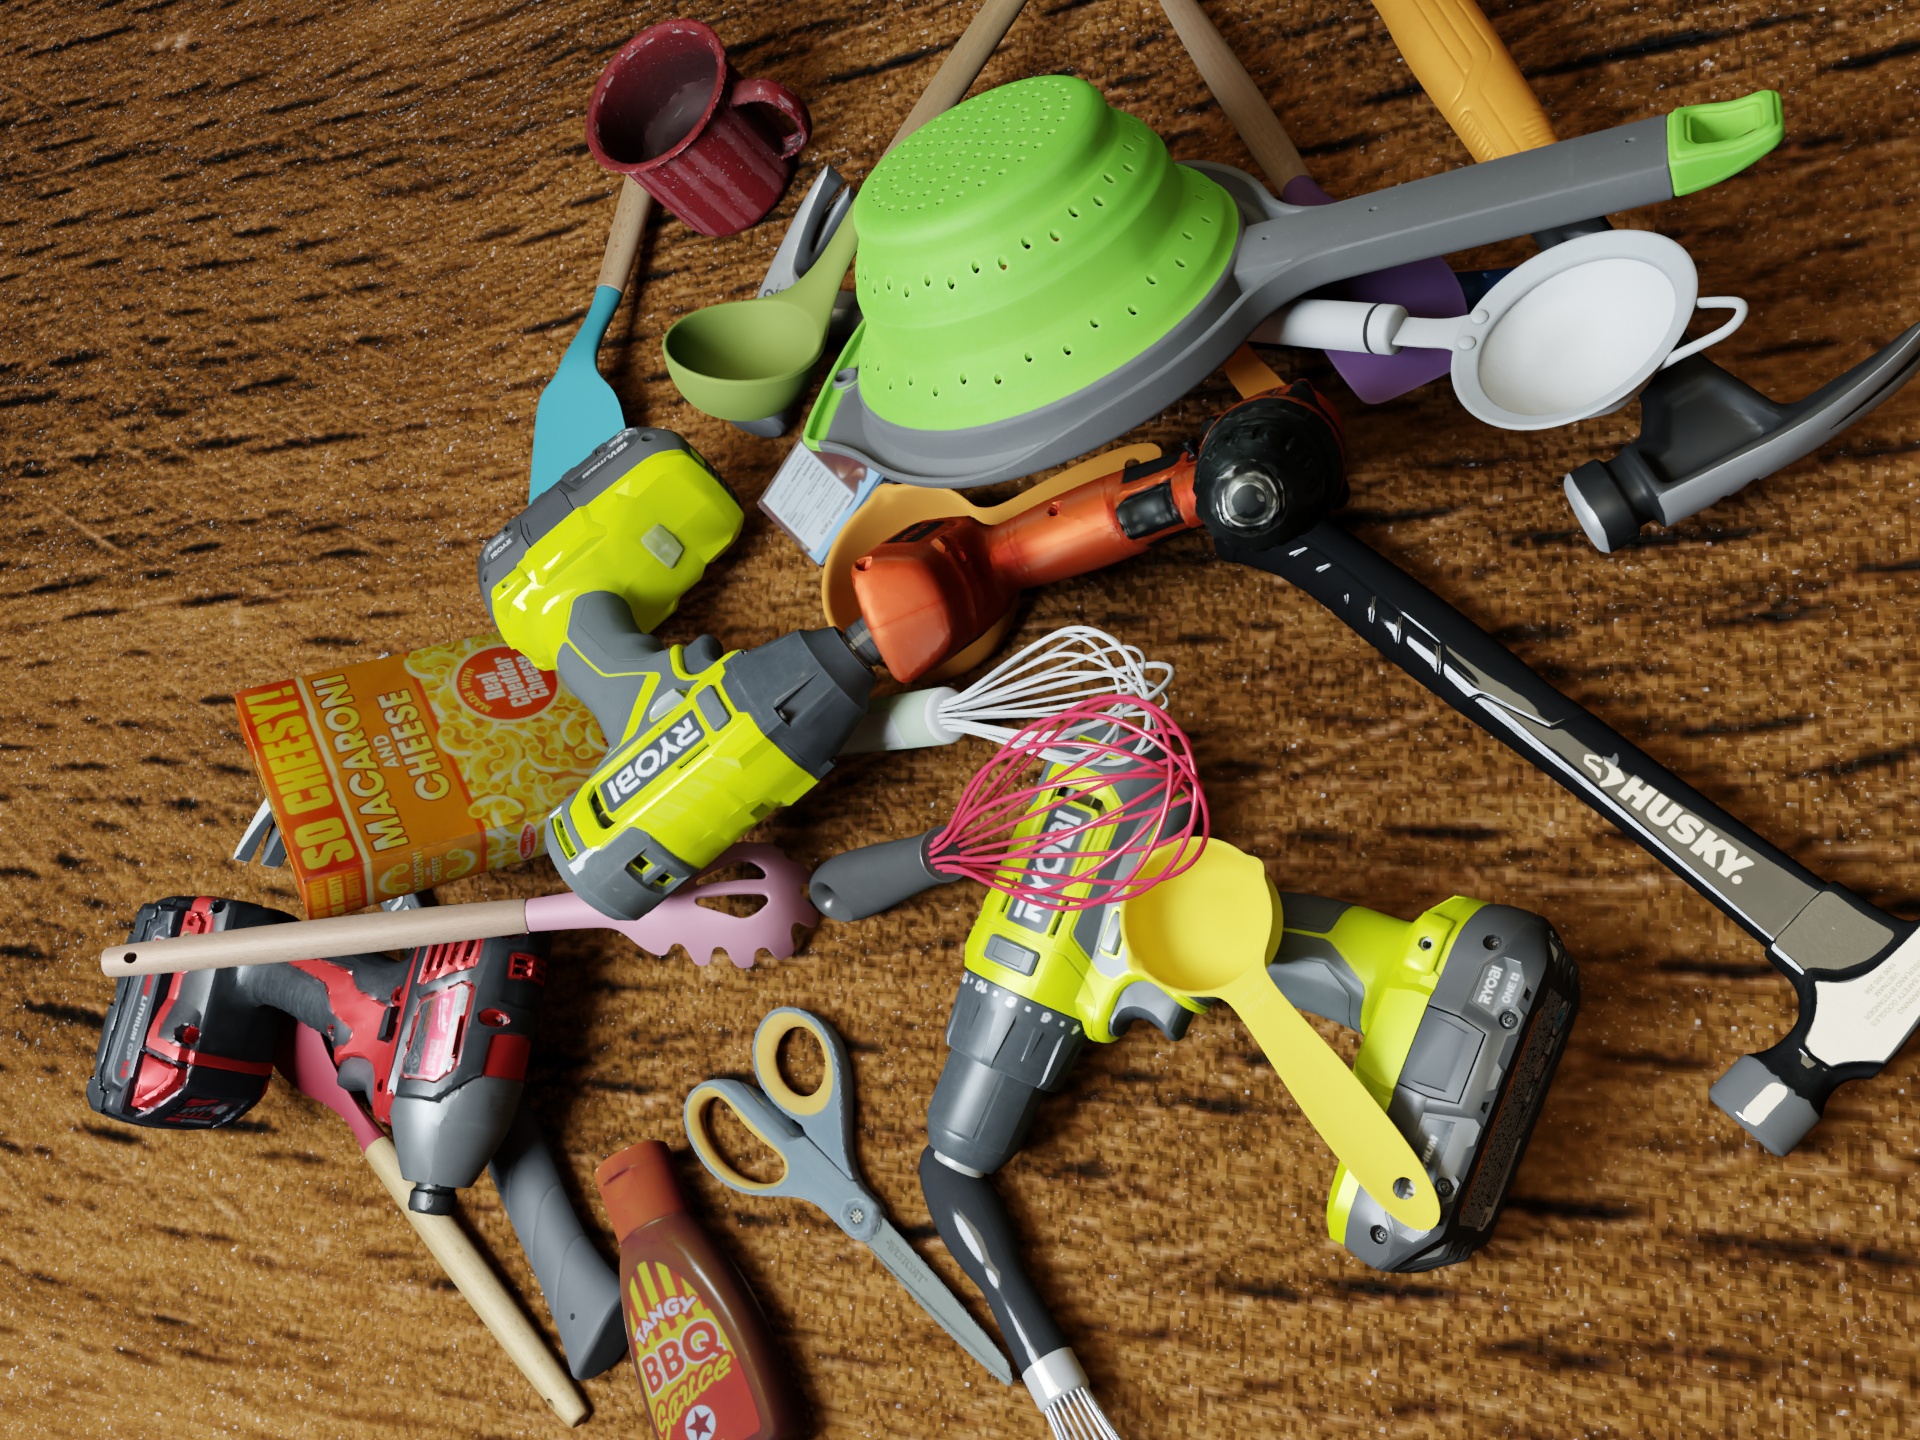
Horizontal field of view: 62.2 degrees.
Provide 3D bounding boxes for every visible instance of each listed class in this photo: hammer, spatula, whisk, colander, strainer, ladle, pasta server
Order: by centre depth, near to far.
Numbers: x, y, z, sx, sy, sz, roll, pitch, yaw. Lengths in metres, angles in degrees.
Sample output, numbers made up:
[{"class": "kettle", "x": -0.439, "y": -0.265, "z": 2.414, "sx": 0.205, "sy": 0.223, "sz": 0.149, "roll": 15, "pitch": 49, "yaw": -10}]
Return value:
[{"class": "strainer", "x": 0.171, "y": -0.149, "z": 0.607, "sx": 0.259, "sy": 0.050, "sz": 0.087, "roll": 19, "pitch": 74, "yaw": 43}, {"class": "whisk", "x": 0.052, "y": 0.283, "z": 0.608, "sx": 0.070, "sy": 0.070, "sz": 0.285, "roll": -41, "pitch": 55, "yaw": 11}, {"class": "hammer", "x": 0.224, "y": -0.006, "z": 0.614, "sx": 0.146, "sy": 0.035, "sz": 0.335, "roll": -50, "pitch": 58, "yaw": 7}, {"class": "colander", "x": 0.093, "y": -0.206, "z": 0.617, "sx": 0.397, "sy": 0.094, "sz": 0.205, "roll": -7, "pitch": 44, "yaw": 29}, {"class": "whisk", "x": 0.003, "y": 0.050, "z": 0.627, "sx": 0.296, "sy": 0.073, "sz": 0.073, "roll": -26, "pitch": 58, "yaw": 59}, {"class": "hammer", "x": 0.234, "y": -0.231, "z": 0.638, "sx": 0.127, "sy": 0.034, "sz": 0.337, "roll": -29, "pitch": 62, "yaw": 17}, {"class": "whisk", "x": -0.001, "y": -0.002, "z": 0.682, "sx": 0.246, "sy": 0.059, "sz": 0.057, "roll": -7, "pitch": 113, "yaw": 53}, {"class": "spatula", "x": 0.144, "y": -0.255, "z": 0.715, "sx": 0.060, "sy": 0.018, "sz": 0.316, "roll": -25, "pitch": 54, "yaw": 9}, {"class": "pasta server", "x": -0.224, "y": 0.095, "z": 0.729, "sx": 0.316, "sy": 0.040, "sz": 0.060, "roll": -6, "pitch": 69, "yaw": -6}, {"class": "hammer", "x": 0.068, "y": -0.199, "z": 0.757, "sx": 0.406, "sy": 0.035, "sz": 0.144, "roll": 9, "pitch": 79, "yaw": 30}, {"class": "ladle", "x": -0.036, "y": -0.283, "z": 0.786, "sx": 0.078, "sy": 0.062, "sz": 0.320, "roll": 35, "pitch": 90, "yaw": 29}, {"class": "ladle", "x": -0.283, "y": 0.236, "z": 0.812, "sx": 0.316, "sy": 0.031, "sz": 0.069, "roll": 40, "pitch": 128, "yaw": 28}, {"class": "hammer", "x": -0.270, "y": 0.153, "z": 0.831, "sx": 0.149, "sy": 0.036, "sz": 0.409, "roll": -43, "pitch": 60, "yaw": 11}, {"class": "spatula", "x": -0.193, "y": -0.265, "z": 0.927, "sx": 0.082, "sy": 0.044, "sz": 0.318, "roll": 1, "pitch": 71, "yaw": 29}]

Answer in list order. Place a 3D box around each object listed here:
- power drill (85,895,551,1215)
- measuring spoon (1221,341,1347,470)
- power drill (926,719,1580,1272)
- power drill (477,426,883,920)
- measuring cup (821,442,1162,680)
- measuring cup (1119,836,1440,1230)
[{"class": "power drill", "x": -0.310, "y": 0.159, "z": 0.782, "sx": 0.220, "sy": 0.078, "sz": 0.143, "roll": 1, "pitch": 73, "yaw": 21}, {"class": "measuring spoon", "x": 0.130, "y": -0.150, "z": 0.693, "sx": 0.117, "sy": 0.011, "sz": 0.021, "roll": 49, "pitch": 137, "yaw": -2}, {"class": "power drill", "x": 0.099, "y": 0.119, "z": 0.619, "sx": 0.229, "sy": 0.080, "sz": 0.190, "roll": 20, "pitch": 83, "yaw": 34}, {"class": "power drill", "x": -0.133, "y": -0.036, "z": 0.745, "sx": 0.171, "sy": 0.080, "sz": 0.223, "roll": -39, "pitch": 48, "yaw": 4}, {"class": "measuring cup", "x": 0.021, "y": -0.078, "z": 0.736, "sx": 0.173, "sy": 0.052, "sz": 0.095, "roll": -24, "pitch": 65, "yaw": 18}, {"class": "measuring cup", "x": 0.115, "y": 0.108, "z": 0.556, "sx": 0.062, "sy": 0.029, "sz": 0.157, "roll": -42, "pitch": 66, "yaw": 13}]
